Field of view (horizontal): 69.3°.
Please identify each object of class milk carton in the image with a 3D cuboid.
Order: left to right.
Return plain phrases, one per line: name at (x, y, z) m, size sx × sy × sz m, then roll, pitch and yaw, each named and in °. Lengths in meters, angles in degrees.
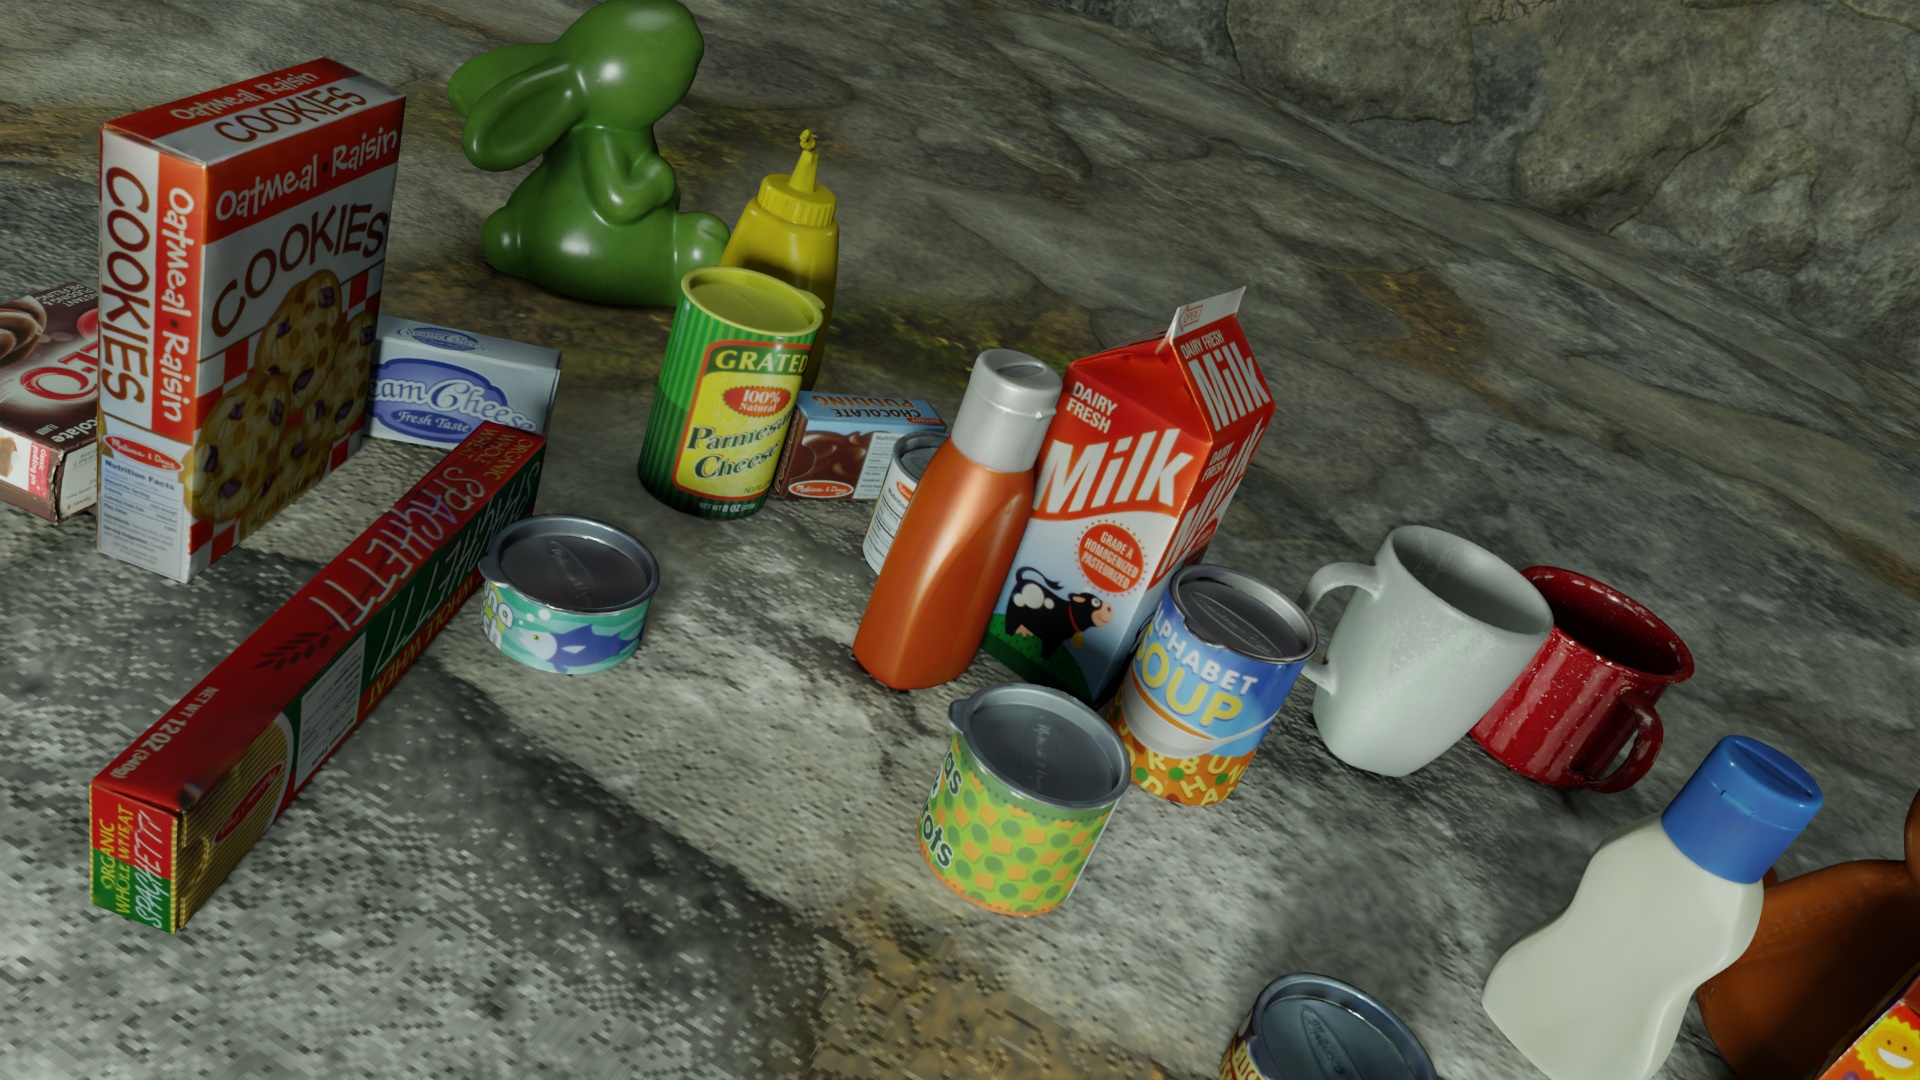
milk carton at (0.075, -0.023, 0.614) m, size 0.073 × 0.189 × 0.072 m, roll 33°, pitch 31°, yaw 20°

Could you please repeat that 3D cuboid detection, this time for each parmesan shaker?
parmesan shaker at (-0.109, -0.070, 0.664) m, size 0.071 × 0.102 × 0.071 m, roll 16°, pitch 30°, yaw -9°

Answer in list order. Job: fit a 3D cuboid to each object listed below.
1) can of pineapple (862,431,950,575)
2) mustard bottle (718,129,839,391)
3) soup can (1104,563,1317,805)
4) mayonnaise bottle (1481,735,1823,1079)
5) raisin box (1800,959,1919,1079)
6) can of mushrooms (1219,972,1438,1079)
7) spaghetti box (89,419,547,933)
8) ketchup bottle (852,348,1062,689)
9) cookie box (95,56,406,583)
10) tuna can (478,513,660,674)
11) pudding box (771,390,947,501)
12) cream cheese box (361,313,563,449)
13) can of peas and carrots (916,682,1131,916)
can of pineapple at (-0.008, -0.012, 0.678) m, size 0.071 × 0.057 × 0.071 m, roll 16°, pitch 30°, yaw -9°
mustard bottle at (-0.094, -0.138, 0.727) m, size 0.065 × 0.159 × 0.049 m, roll 27°, pitch 30°, yaw 10°
soup can at (0.104, 0.063, 0.599) m, size 0.071 × 0.083 × 0.072 m, roll 16°, pitch 30°, yaw -9°
mayonnaise bottle at (0.252, 0.137, 0.505) m, size 0.041 × 0.147 × 0.065 m, roll -10°, pitch 41°, yaw -42°
raisin box at (0.311, 0.194, 0.473) m, size 0.086 × 0.122 × 0.040 m, roll -9°, pitch 41°, yaw -42°
can of mushrooms at (0.121, 0.182, 0.465) m, size 0.071 × 0.033 × 0.071 m, roll 16°, pitch 30°, yaw -9°
spaghetti box at (-0.210, 0.030, 0.490) m, size 0.029 × 0.050 × 0.251 m, roll 20°, pitch 30°, yaw -2°
ketchup bottle at (0.002, -0.007, 0.585) m, size 0.043 × 0.148 × 0.065 m, roll 38°, pitch 33°, yaw 27°
cookie box at (-0.269, -0.086, 0.526) m, size 0.040 × 0.166 × 0.123 m, roll 21°, pitch 29°, yaw -1°
tuna can at (-0.158, 0.021, 0.554) m, size 0.071 × 0.032 × 0.071 m, roll 16°, pitch 30°, yaw -9°
pudding box at (-0.054, -0.048, 0.716) m, size 0.084 × 0.049 × 0.030 m, roll 0°, pitch 35°, yaw -32°
cream cheese box at (-0.238, -0.070, 0.632) m, size 0.104 × 0.053 × 0.024 m, roll 10°, pitch 31°, yaw -18°
can of peas and carrots at (0.020, 0.095, 0.518) m, size 0.071 × 0.058 × 0.071 m, roll 16°, pitch 30°, yaw -9°
